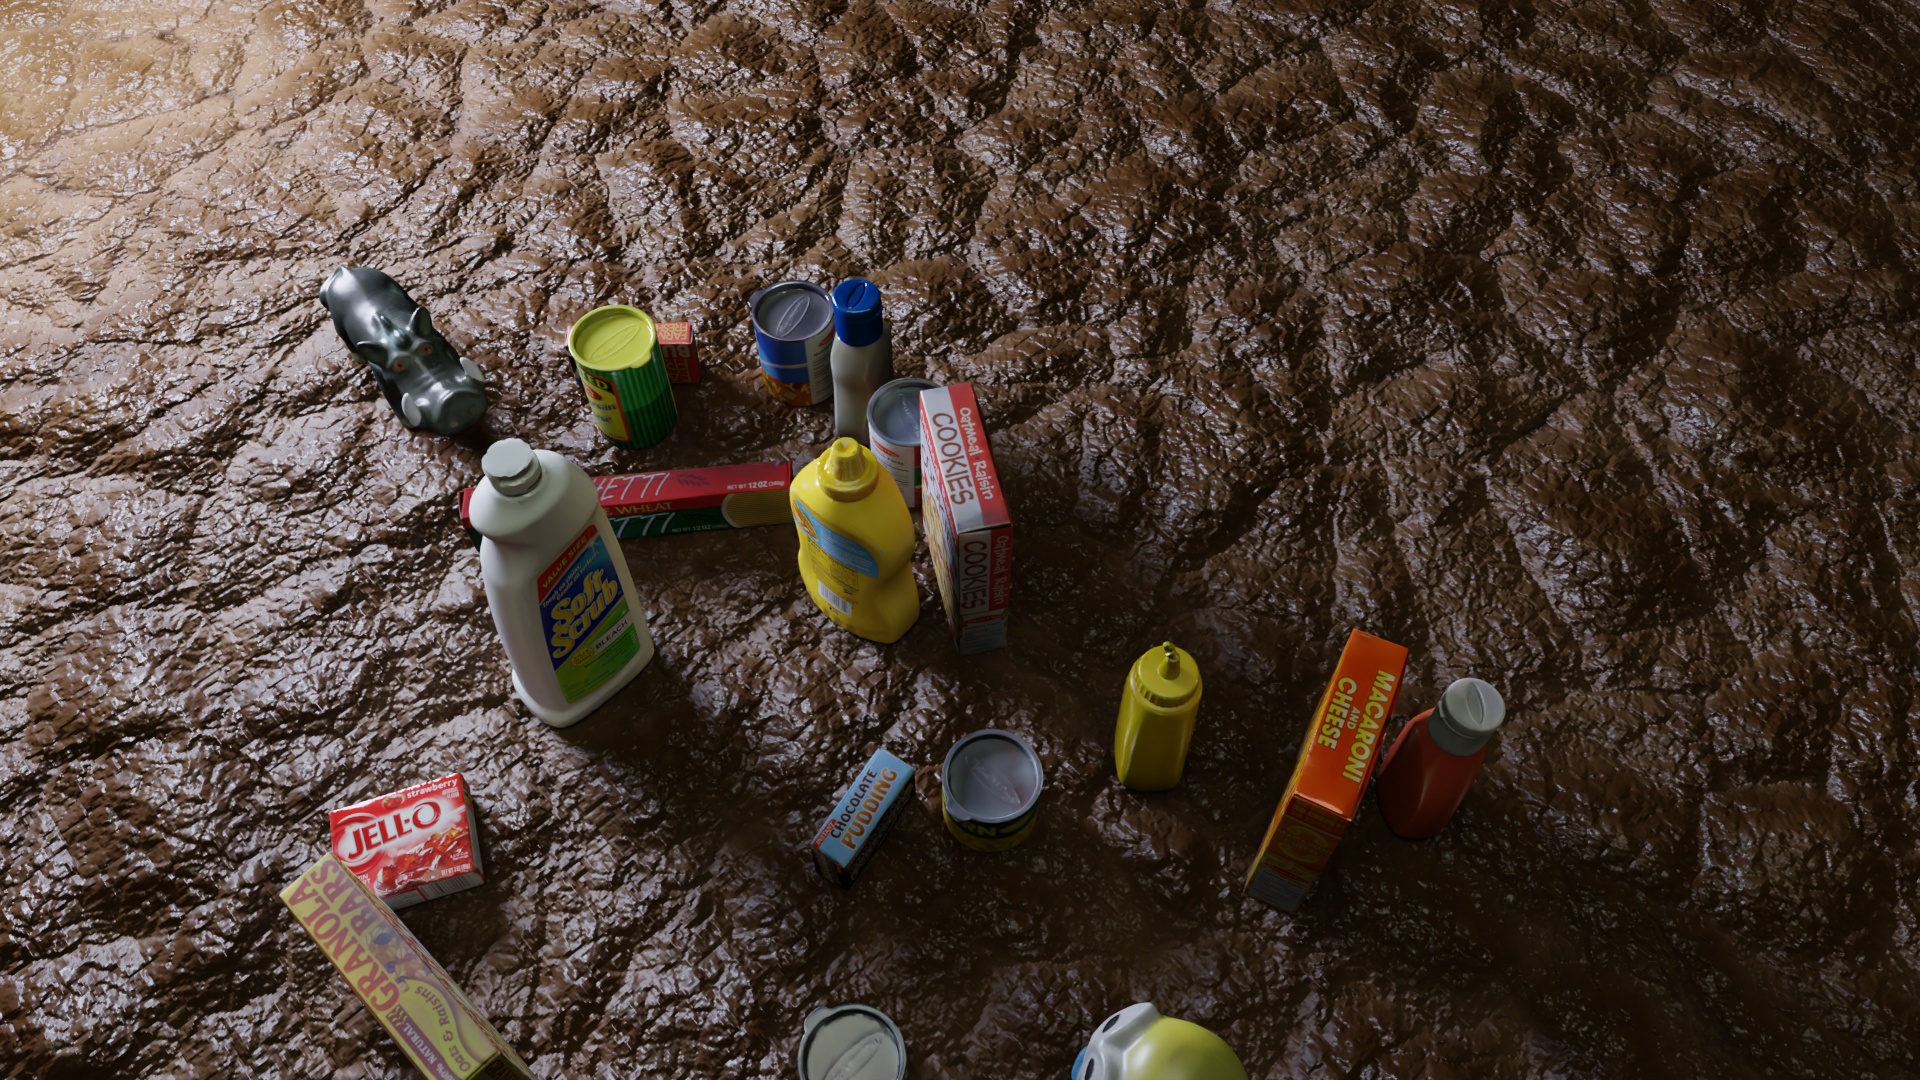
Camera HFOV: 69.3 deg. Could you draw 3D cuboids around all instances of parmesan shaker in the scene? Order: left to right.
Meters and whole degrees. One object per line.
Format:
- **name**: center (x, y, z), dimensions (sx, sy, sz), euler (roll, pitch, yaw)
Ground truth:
- **parmesan shaker**: center (-0.263, -0.125, 1.096), dimensions (0.071, 0.102, 0.071), euler (0, 57, 0)

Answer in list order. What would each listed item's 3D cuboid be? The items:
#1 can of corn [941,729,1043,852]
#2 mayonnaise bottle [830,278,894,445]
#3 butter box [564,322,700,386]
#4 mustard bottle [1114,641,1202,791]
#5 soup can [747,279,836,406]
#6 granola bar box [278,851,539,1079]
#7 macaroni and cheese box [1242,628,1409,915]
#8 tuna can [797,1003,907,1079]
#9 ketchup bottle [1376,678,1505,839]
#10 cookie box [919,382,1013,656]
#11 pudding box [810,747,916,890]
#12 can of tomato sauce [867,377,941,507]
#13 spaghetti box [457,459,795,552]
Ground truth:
- **can of corn**: center (0.019, 0.170, 0.930), dimensions (0.071, 0.058, 0.071), euler (0, 57, 0)
- **mayonnaise bottle**: center (-0.077, -0.141, 1.081), dimensions (0.041, 0.147, 0.065), euler (18, 58, 11)
- **butter box**: center (-0.269, -0.153, 1.145), dimensions (0.103, 0.053, 0.024), euler (-2, 57, -2)
- **mustard bottle**: center (0.130, 0.110, 0.910), dimensions (0.049, 0.159, 0.065), euler (3, 57, 2)
- **soup can**: center (-0.135, -0.161, 1.133), dimensions (0.071, 0.083, 0.072), euler (0, 57, 0)
- **granola bar box**: center (-0.320, 0.272, 0.820), dimensions (0.166, 0.123, 0.039), euler (38, 64, 22)
- **macaroni and cheese box**: center (0.231, 0.150, 0.881), dimensions (0.040, 0.165, 0.124), euler (22, 59, 13)
- **tuna can**: center (-0.067, 0.318, 0.846), dimensions (0.071, 0.032, 0.071), euler (0, 57, 0)
- **ketchup bottle**: center (0.310, 0.139, 0.899), dimensions (0.043, 0.148, 0.065), euler (1, 57, 0)
- **cookie box**: center (0.004, -0.012, 0.986), dimensions (0.040, 0.166, 0.123), euler (-11, 57, -7)
- **pudding box**: center (-0.064, 0.185, 0.924), dimensions (0.030, 0.049, 0.084), euler (28, 61, 17)
- **can of tomato sauce**: center (-0.036, -0.076, 1.077), dimensions (0.071, 0.082, 0.071), euler (0, 57, 0)
- **spaghetti box**: center (-0.252, -0.026, 1.062), dimensions (0.250, 0.050, 0.029), euler (-5, 57, -4)
